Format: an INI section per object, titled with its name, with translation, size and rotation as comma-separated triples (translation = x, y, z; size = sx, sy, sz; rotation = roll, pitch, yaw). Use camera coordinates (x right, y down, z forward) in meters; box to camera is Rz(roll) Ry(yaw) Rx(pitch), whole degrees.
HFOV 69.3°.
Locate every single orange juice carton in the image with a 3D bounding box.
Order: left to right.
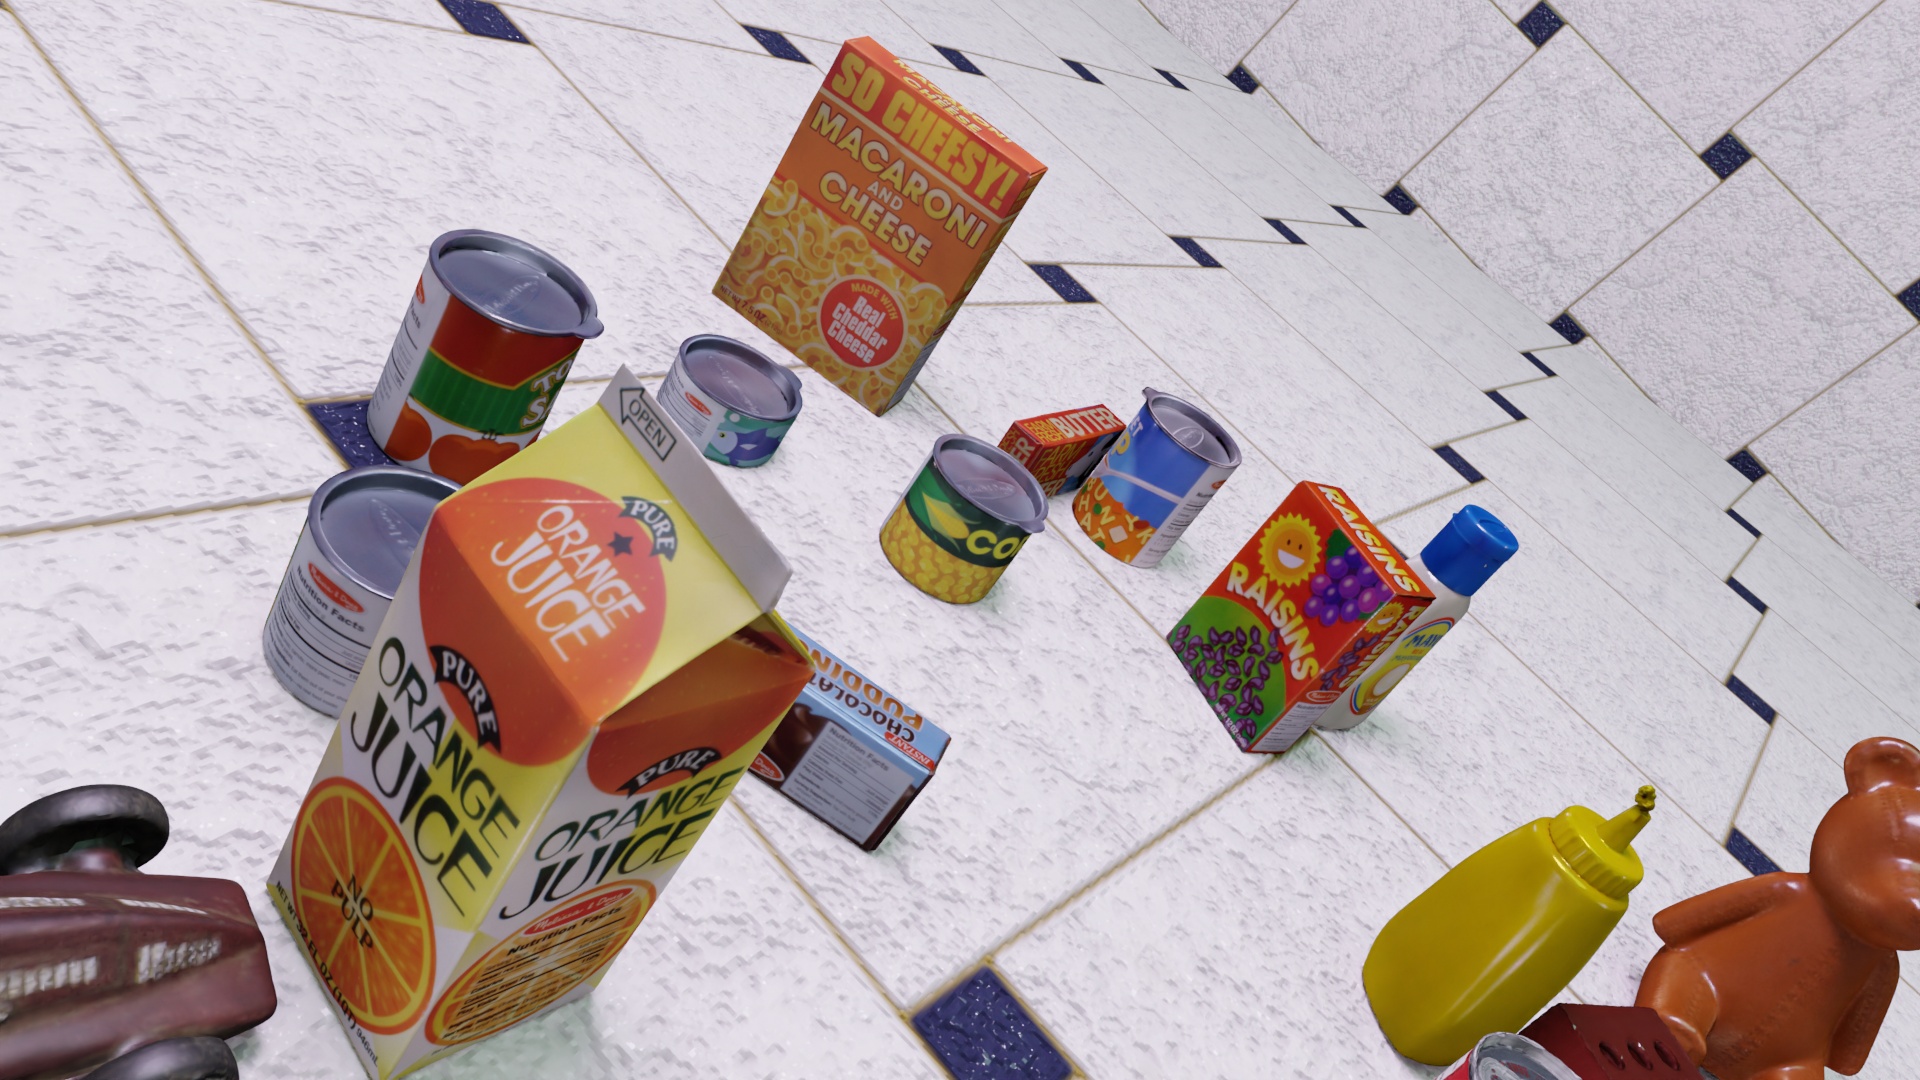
[orange juice carton]
translation = -0.106, 0.050, 0.361
size = 0.072, 0.191, 0.073
rotation = 48, 31, 22

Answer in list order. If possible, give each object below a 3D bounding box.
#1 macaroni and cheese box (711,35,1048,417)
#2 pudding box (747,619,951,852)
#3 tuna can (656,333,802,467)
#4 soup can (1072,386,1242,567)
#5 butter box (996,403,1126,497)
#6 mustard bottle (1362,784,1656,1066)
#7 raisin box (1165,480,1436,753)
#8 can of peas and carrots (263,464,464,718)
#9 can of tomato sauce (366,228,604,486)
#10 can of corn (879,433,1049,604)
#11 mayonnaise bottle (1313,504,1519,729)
[macaroni and cheese box]
translation = -0.048, -0.172, 0.770
size = 0.124, 0.165, 0.040
rotation = 37, 29, 2
[pudding box]
translation = -0.052, 0.073, 0.527
size = 0.084, 0.049, 0.030
rotation = 34, 29, -2
[tuna can]
translation = -0.113, -0.069, 0.690
size = 0.071, 0.032, 0.071
rotation = 26, 31, -16
[soup can]
translation = 0.113, -0.037, 0.824
size = 0.071, 0.083, 0.072
rotation = 26, 30, -17
[butter box]
translation = 0.053, -0.049, 0.810
size = 0.024, 0.053, 0.104
rotation = 46, 31, 18
[mustard bottle]
translation = 0.240, 0.159, 0.591
size = 0.049, 0.159, 0.065
rotation = 21, 32, -24
[raisin box]
translation = 0.176, 0.042, 0.734
size = 0.040, 0.122, 0.086
rotation = 8, 39, -40
[can of peas and carrots]
translation = -0.187, 0.017, 0.461
size = 0.071, 0.058, 0.071
rotation = 26, 31, -16
[can of tomato sauce]
translation = -0.192, -0.071, 0.560
size = 0.071, 0.082, 0.071
rotation = 26, 30, -17
[can of corn]
translation = 0.002, -0.009, 0.694
size = 0.071, 0.058, 0.071
rotation = 26, 31, -16
[mayonnaise bottle]
translation = 0.247, 0.045, 0.777
size = 0.065, 0.147, 0.041
rotation = 5, 41, -42
